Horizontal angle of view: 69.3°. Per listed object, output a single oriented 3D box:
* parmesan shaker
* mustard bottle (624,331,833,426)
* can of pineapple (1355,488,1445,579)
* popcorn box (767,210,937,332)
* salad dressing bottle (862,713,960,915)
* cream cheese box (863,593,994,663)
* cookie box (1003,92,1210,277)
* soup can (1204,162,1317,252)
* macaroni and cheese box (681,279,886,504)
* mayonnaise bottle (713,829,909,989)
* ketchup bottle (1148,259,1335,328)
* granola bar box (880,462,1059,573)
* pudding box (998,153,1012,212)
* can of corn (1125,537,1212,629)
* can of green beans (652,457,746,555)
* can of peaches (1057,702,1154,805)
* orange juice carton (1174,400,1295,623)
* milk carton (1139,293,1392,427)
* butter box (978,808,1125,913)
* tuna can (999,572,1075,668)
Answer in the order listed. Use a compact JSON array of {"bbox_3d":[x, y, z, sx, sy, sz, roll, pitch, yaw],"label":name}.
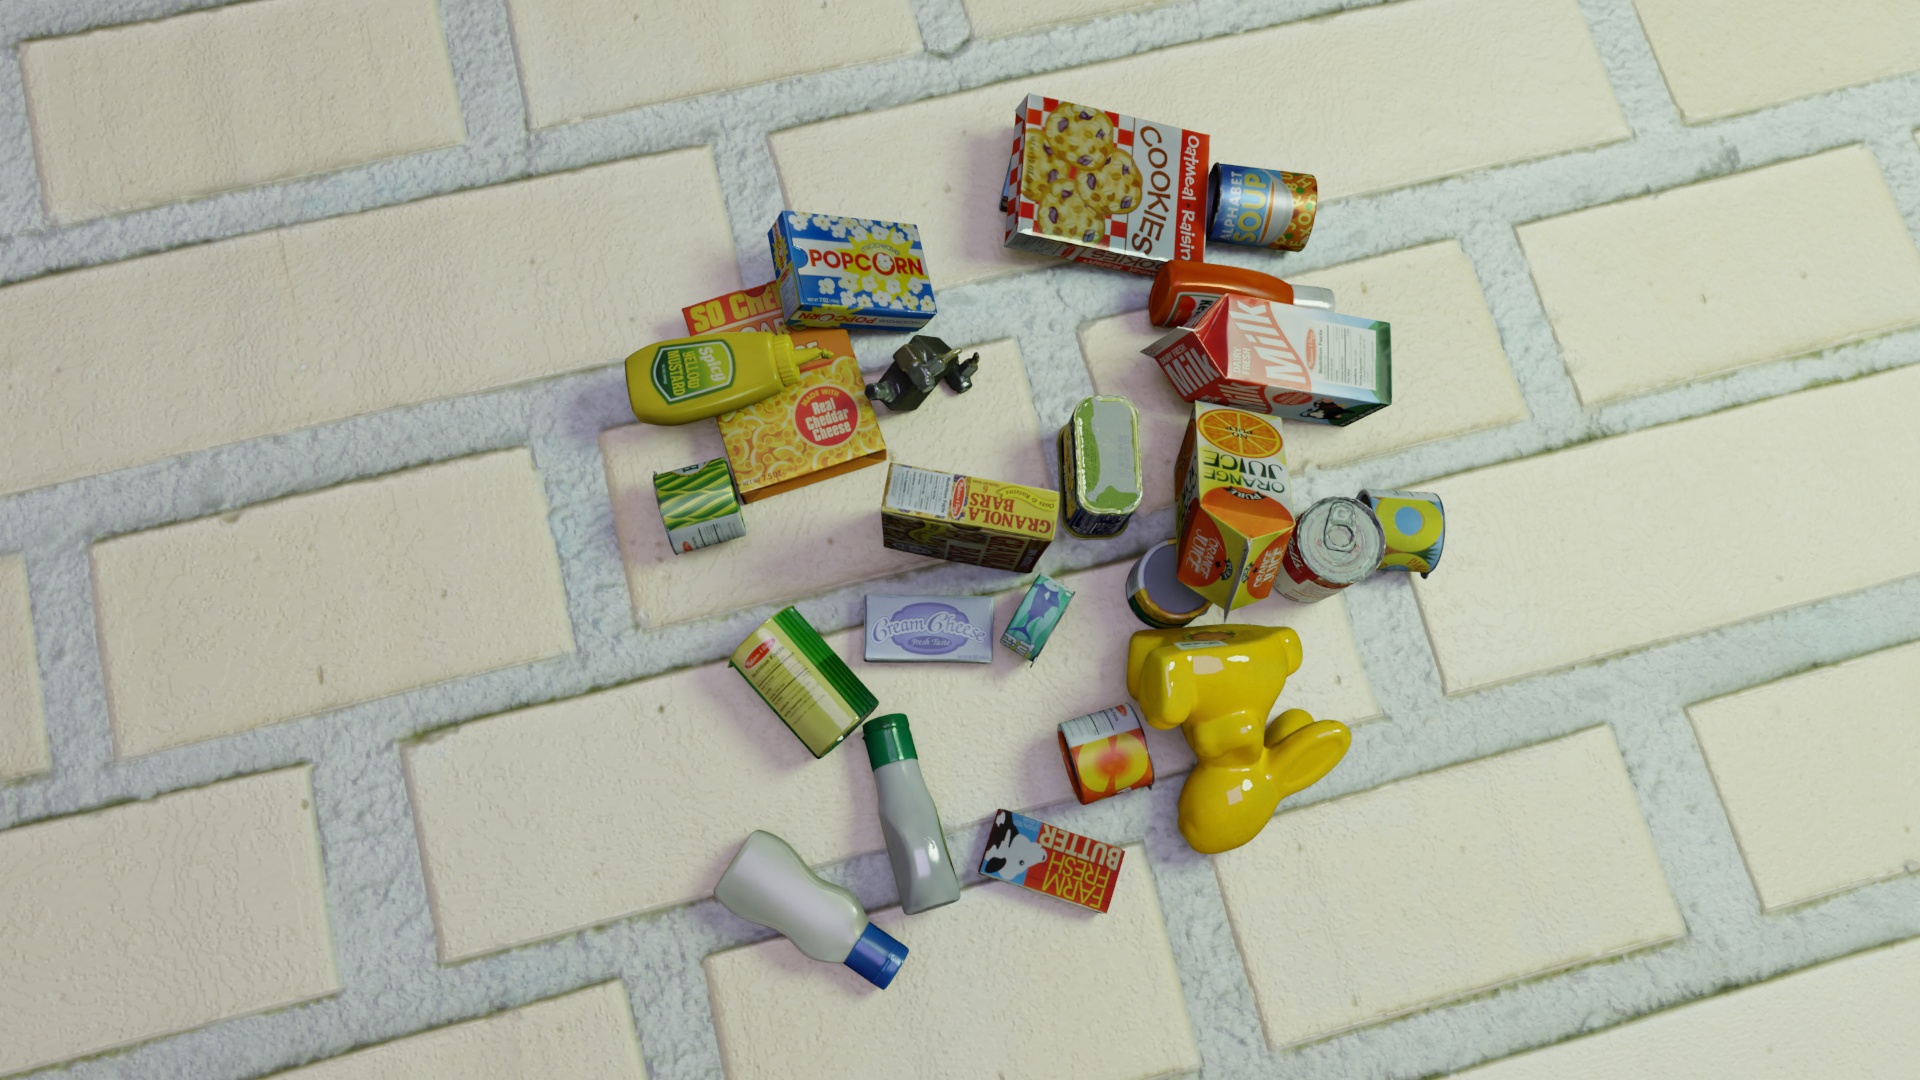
[{"bbox_3d":[-0.122,0.111,1.071,0.071,0.071,0.103,-42,84,-10],"label":"parmesan shaker"},{"bbox_3d":[-0.179,-0.133,1.085,0.160,0.048,0.065,-13,80,1],"label":"mustard bottle"},{"bbox_3d":[0.350,-0.006,1.118,0.058,0.071,0.071,4,78,-2],"label":"can of pineapple"},{"bbox_3d":[-0.087,-0.217,1.127,0.127,0.038,0.085,-2,72,-33],"label":"popcorn box"},{"bbox_3d":[-0.040,0.206,1.057,0.044,0.064,0.148,-11,71,-16],"label":"salad dressing bottle"},{"bbox_3d":[-0.025,0.071,1.104,0.104,0.024,0.053,1,77,-3],"label":"cream cheese box"},{"bbox_3d":[0.125,-0.293,1.163,0.168,0.040,0.123,8,80,-16],"label":"cookie box"},{"bbox_3d":[0.252,-0.280,1.171,0.084,0.071,0.071,6,78,-2],"label":"soup can"},{"bbox_3d":[-0.143,-0.128,1.133,0.124,0.040,0.166,-18,79,-7],"label":"macaroni and cheese box"},{"bbox_3d":[-0.110,0.282,1.046,0.148,0.041,0.065,33,80,3],"label":"mayonnaise bottle"},{"bbox_3d":[0.236,-0.200,1.159,0.149,0.064,0.044,4,63,-10],"label":"ketchup bottle"},{"bbox_3d":[0.004,-0.013,1.052,0.124,0.165,0.039,10,80,-1],"label":"granola bar box"},{"bbox_3d":[0.066,-0.319,1.191,0.050,0.030,0.084,14,78,-1],"label":"pudding box"},{"bbox_3d":[0.171,0.036,1.104,0.071,0.058,0.071,1,78,-2],"label":"can of corn"},{"bbox_3d":[-0.205,-0.028,1.095,0.058,0.071,0.071,-16,79,-6],"label":"can of green beans"},{"bbox_3d":[0.112,0.167,1.069,0.058,0.071,0.071,-15,79,-6],"label":"can of peaches"},{"bbox_3d":[0.206,-0.023,1.058,0.073,0.071,0.194,11,37,0],"label":"orange juice carton"},{"bbox_3d":[0.245,-0.146,1.119,0.191,0.072,0.073,7,78,-17],"label":"milk carton"},{"bbox_3d":[0.070,0.247,1.070,0.103,0.024,0.053,18,78,1],"label":"butter box"},{"bbox_3d":[0.059,0.062,1.089,0.033,0.071,0.071,30,78,5],"label":"tuna can"}]
